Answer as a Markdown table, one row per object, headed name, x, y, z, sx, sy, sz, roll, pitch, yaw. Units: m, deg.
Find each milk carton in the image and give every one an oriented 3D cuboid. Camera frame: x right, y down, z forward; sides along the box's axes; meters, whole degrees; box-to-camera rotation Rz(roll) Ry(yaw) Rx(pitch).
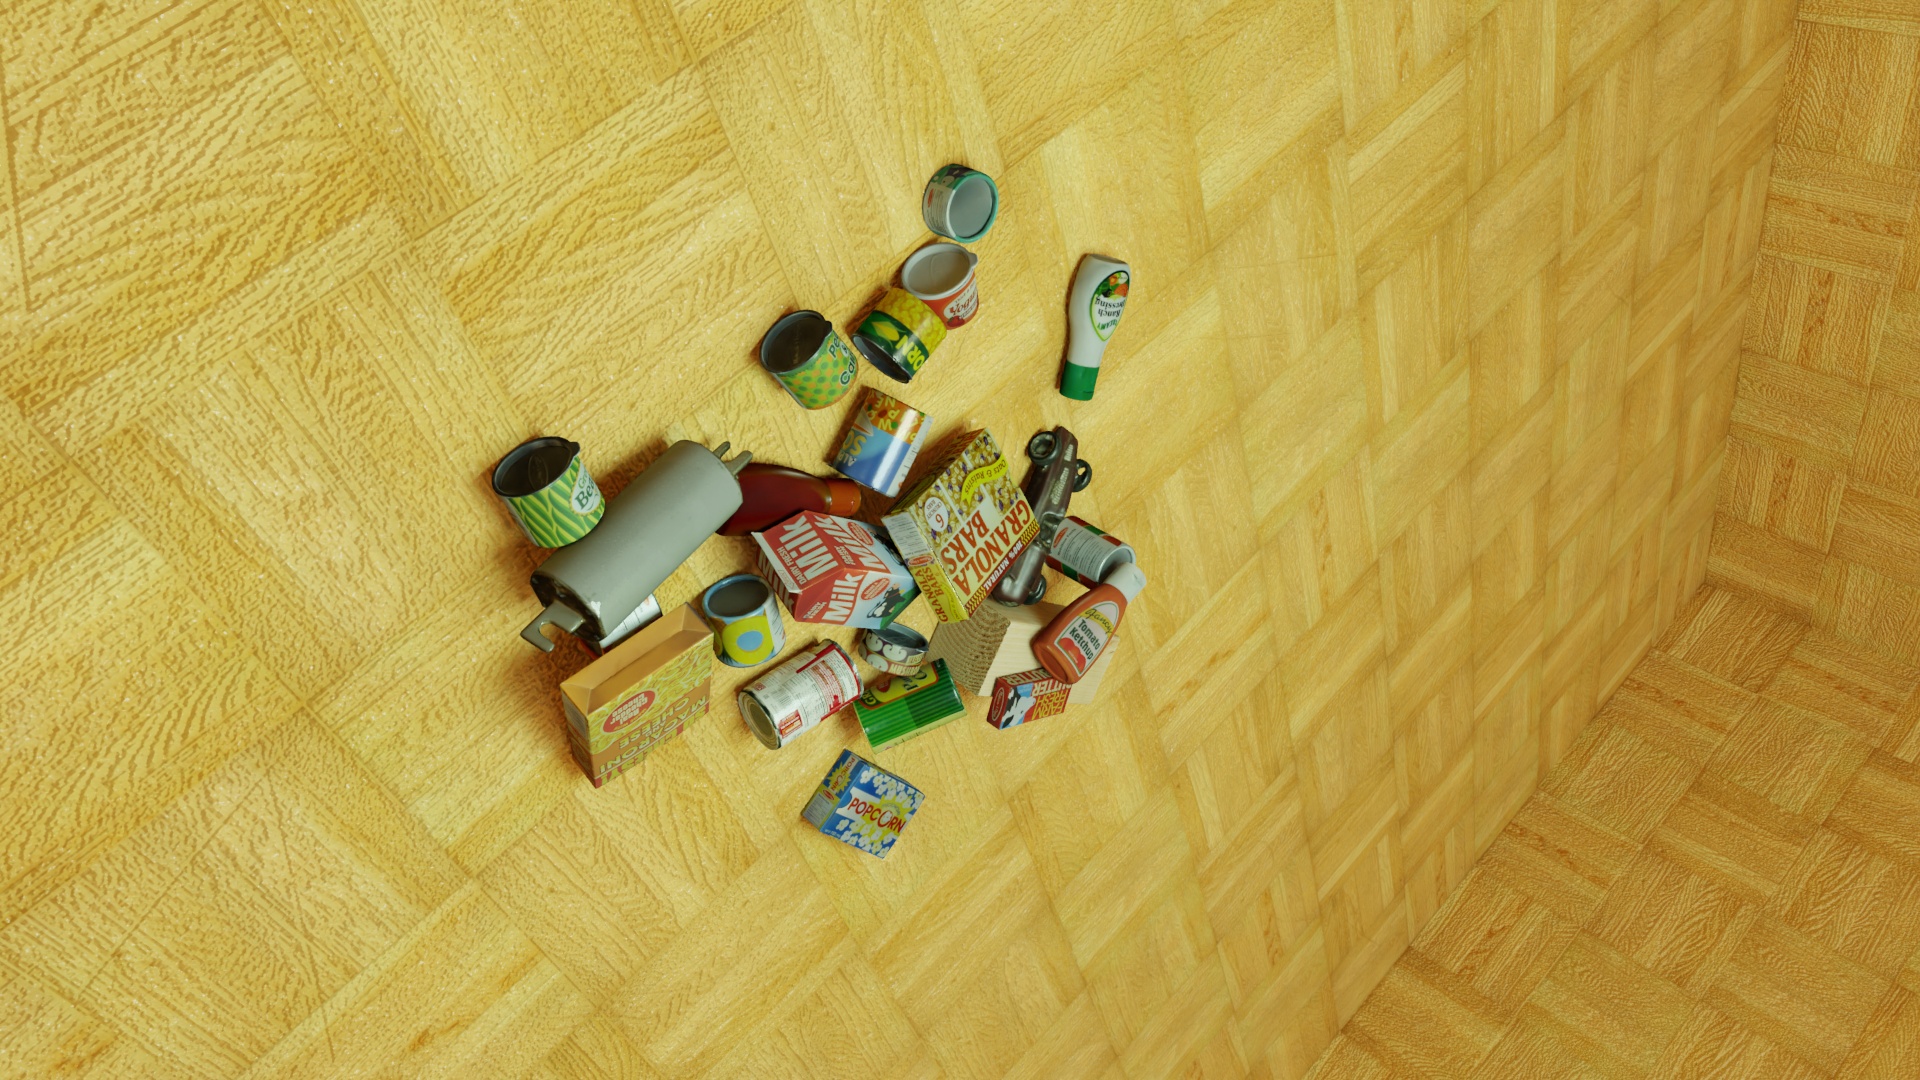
| name | x | y | z | sx | sy | sz | roll | pitch | yaw |
| --- | --- | --- | --- | --- | --- | --- | --- | --- | --- |
| milk carton | -0.115 | 0.028 | 1.263 | 0.073 | 0.072 | 0.190 | -46 | 154 | 17 |

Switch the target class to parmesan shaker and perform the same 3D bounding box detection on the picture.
| name | x | y | z | sx | sy | sz | roll | pitch | yaw |
| --- | --- | --- | --- | --- | --- | --- | --- | --- | --- |
| parmesan shaker | -0.053 | 0.169 | 1.430 | 0.103 | 0.071 | 0.071 | -23 | 133 | -2 |

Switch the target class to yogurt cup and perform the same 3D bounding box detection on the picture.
| name | x | y | z | sx | sy | sz | roll | pitch | yaw |
| --- | --- | --- | --- | --- | --- | --- | --- | --- | --- |
| yogurt cup | -0.015 | -0.228 | 1.260 | 0.072 | 0.072 | 0.053 | -46 | 146 | -16 |

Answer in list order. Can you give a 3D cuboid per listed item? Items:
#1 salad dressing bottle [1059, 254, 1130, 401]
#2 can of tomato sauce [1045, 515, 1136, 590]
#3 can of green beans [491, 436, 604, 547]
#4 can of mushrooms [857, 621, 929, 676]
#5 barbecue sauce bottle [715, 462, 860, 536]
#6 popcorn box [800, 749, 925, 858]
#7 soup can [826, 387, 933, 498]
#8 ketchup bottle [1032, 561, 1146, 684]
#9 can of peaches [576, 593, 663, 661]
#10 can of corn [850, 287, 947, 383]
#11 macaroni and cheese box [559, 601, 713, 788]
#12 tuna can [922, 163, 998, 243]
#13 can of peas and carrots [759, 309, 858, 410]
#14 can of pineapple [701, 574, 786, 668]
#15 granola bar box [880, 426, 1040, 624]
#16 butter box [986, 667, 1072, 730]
| name | x | y | z | sx | sy | sz | roll | pitch | yaw |
| --- | --- | --- | --- | --- | --- | --- | --- | --- | --- |
| salad dressing bottle | 0.135 | -0.219 | 1.436 | 0.064 | 0.044 | 0.147 | -8 | 118 | -42 |
| can of tomato sauce | 0.147 | 0.019 | 1.561 | 0.071 | 0.083 | 0.070 | -24 | 129 | -34 |
| can of green beans | -0.313 | -0.037 | 1.060 | 0.071 | 0.071 | 0.057 | -41 | 137 | -21 |
| can of mushrooms | -0.067 | 0.109 | 1.403 | 0.071 | 0.071 | 0.033 | 6 | 110 | -48 |
| barbecue sauce bottle | -0.155 | -0.037 | 1.243 | 0.149 | 0.044 | 0.064 | -3 | 120 | -46 |
| popcorn box | -0.103 | 0.285 | 1.497 | 0.085 | 0.038 | 0.126 | -55 | 140 | -4 |
| soup can | -0.074 | -0.091 | 1.280 | 0.071 | 0.071 | 0.083 | 23 | 95 | -50 |
| ketchup bottle | 0.142 | 0.083 | 1.486 | 0.149 | 0.043 | 0.064 | -46 | 110 | -27 |
| can of peaches | -0.288 | 0.061 | 1.148 | 0.058 | 0.071 | 0.071 | -33 | 133 | -29 |
| can of corn | -0.053 | -0.182 | 1.241 | 0.058 | 0.071 | 0.071 | -52 | 140 | -11 |
| macaroni and cheese box | -0.271 | 0.135 | 1.174 | 0.124 | 0.040 | 0.165 | -35 | 162 | -27 |
| tuna can | 0.003 | -0.304 | 1.255 | 0.071 | 0.033 | 0.070 | -25 | 129 | -34 |
| can of peas and carrots | -0.126 | -0.154 | 1.182 | 0.071 | 0.071 | 0.058 | -52 | 140 | -9 |
| can of pineapple | -0.196 | 0.072 | 1.249 | 0.071 | 0.071 | 0.057 | -32 | 132 | -29 |
| granola bar box | 0.005 | -0.017 | 1.333 | 0.124 | 0.039 | 0.166 | 62 | 40 | -18 |
| butter box | 0.075 | 0.166 | 1.481 | 0.104 | 0.024 | 0.053 | -7 | 120 | -43 |
